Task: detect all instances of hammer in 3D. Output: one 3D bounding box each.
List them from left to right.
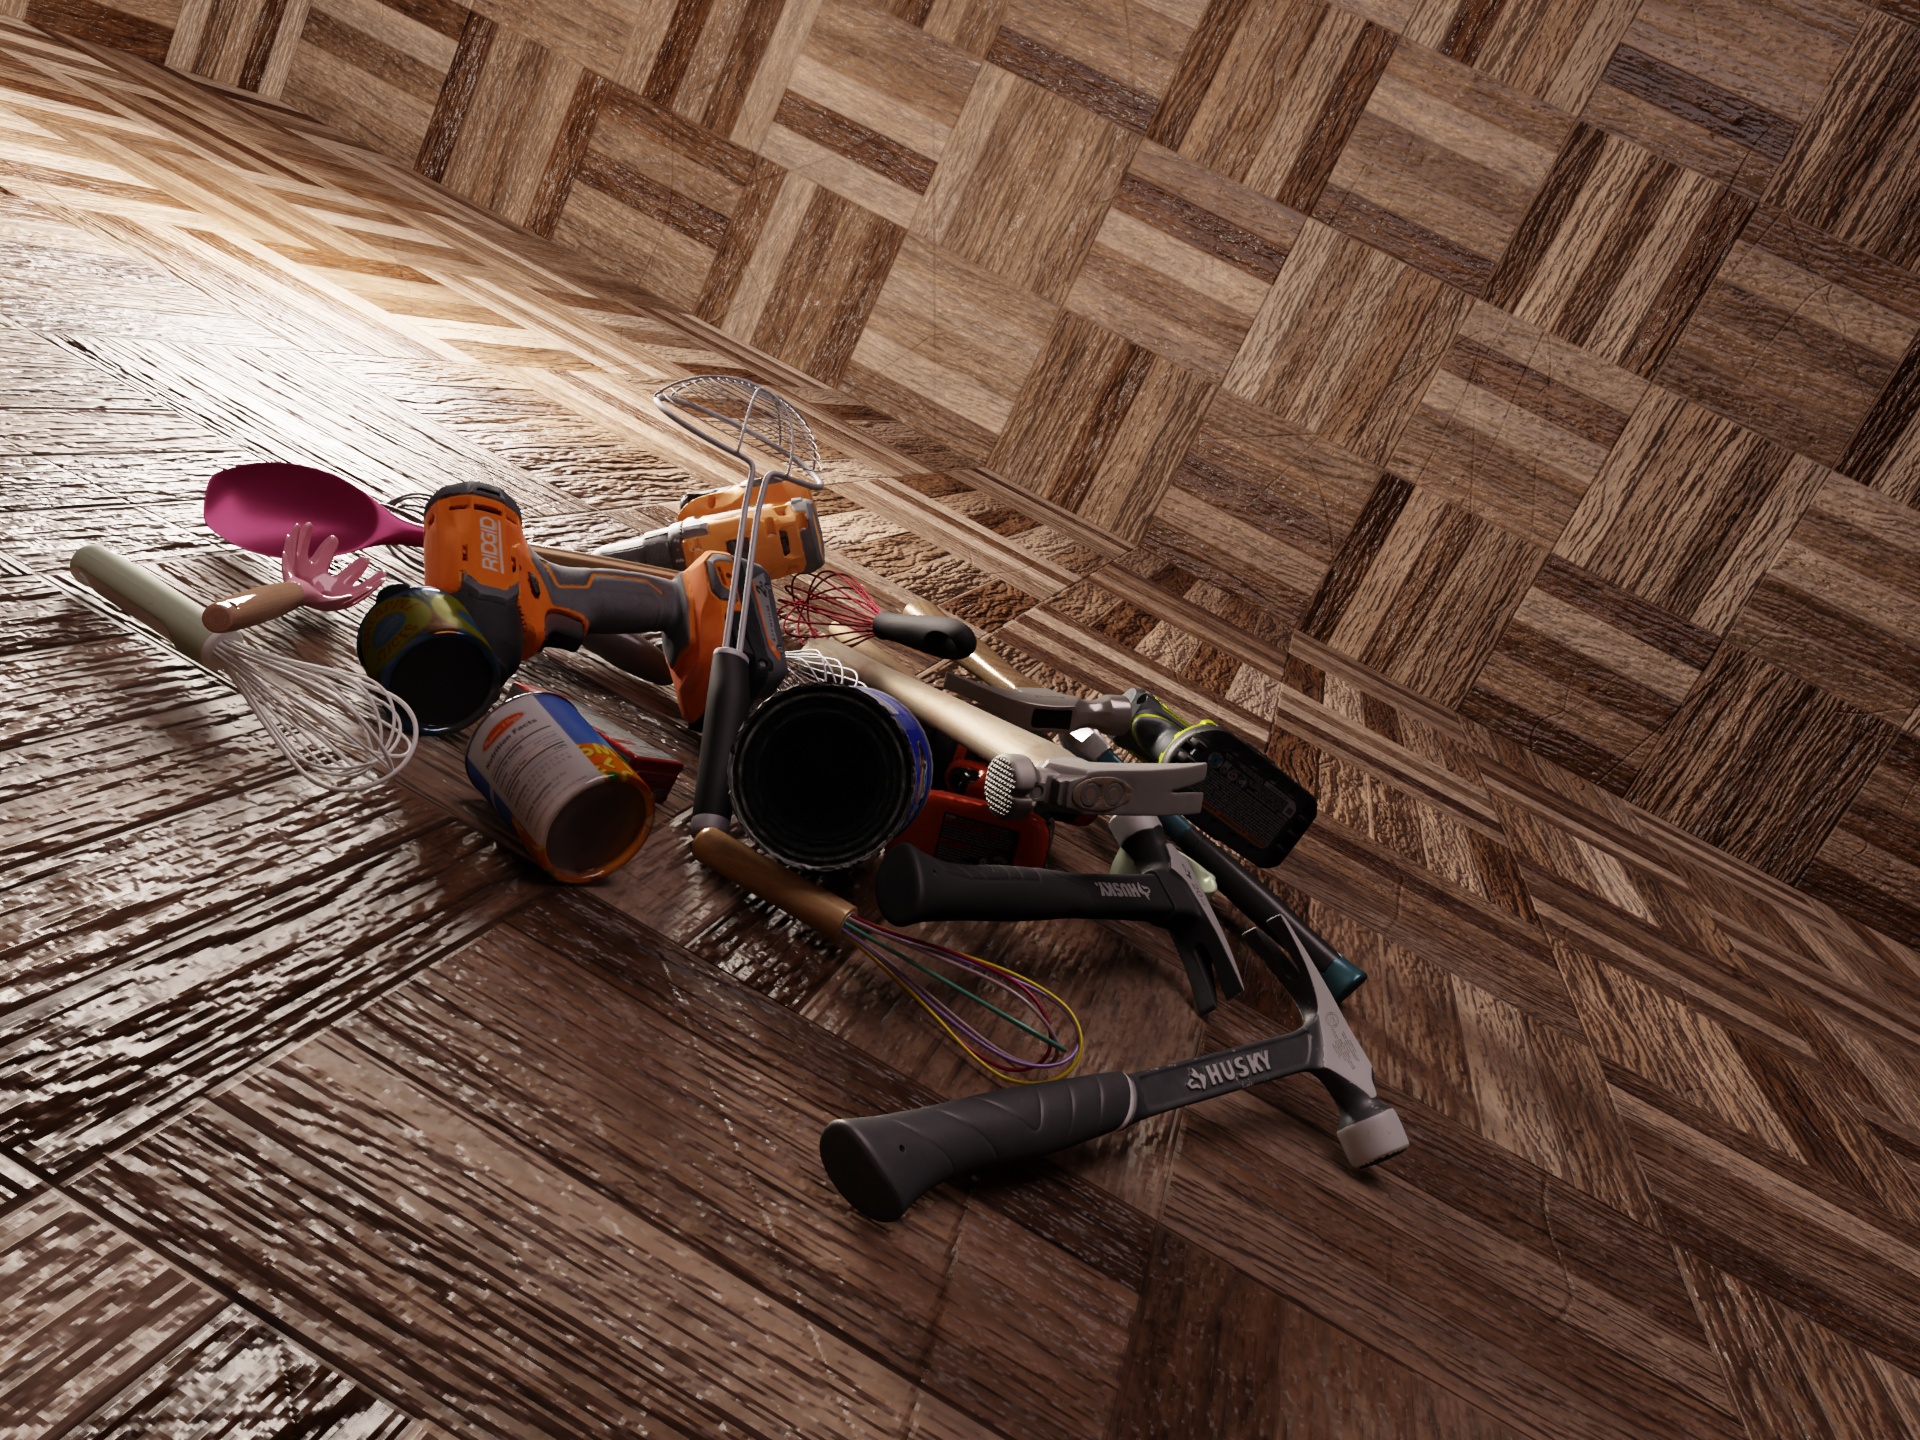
[{"bbox_3d":[-0.002,-0.004,1.100,0.146,0.038,0.411,2,13,-29],"label":"hammer"},{"bbox_3d":[0.013,-0.049,1.300,0.130,0.031,0.332,3,16,-21],"label":"hammer"},{"bbox_3d":[0.061,0.106,0.925,0.334,0.035,0.146,11,46,-56],"label":"hammer"},{"bbox_3d":[0.089,0.182,0.794,0.408,0.036,0.149,2,59,-47],"label":"hammer"},{"bbox_3d":[0.187,0.101,1.235,0.331,0.033,0.128,44,-11,35],"label":"hammer"}]

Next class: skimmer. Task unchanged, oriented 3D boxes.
[{"bbox_3d":[-0.153,-0.079,1.015,0.127,0.090,0.364,22,55,-30],"label":"skimmer"}]

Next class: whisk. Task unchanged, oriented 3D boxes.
[{"bbox_3d":[-0.370,-0.032,0.808,0.246,0.059,0.057,28,-29,21],"label":"whisk"},{"bbox_3d":[-0.302,-0.088,1.105,0.239,0.055,0.055,31,15,-4],"label":"whisk"},{"bbox_3d":[-0.135,-0.037,1.160,0.070,0.070,0.285,18,7,-28],"label":"whisk"},{"bbox_3d":[-0.071,-0.080,1.289,0.073,0.073,0.296,16,0,-33],"label":"whisk"},{"bbox_3d":[-0.045,0.122,0.845,0.245,0.047,0.051,27,3,19],"label":"whisk"}]

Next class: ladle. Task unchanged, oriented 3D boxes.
[{"bbox_3d":[-0.045,-0.019,1.322,0.078,0.062,0.320,4,18,-30],"label":"ladle"}]

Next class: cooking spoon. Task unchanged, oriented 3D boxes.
[{"bbox_3d":[-0.332,-0.118,1.066,0.318,0.017,0.069,8,66,-24],"label":"cooking spoon"}]

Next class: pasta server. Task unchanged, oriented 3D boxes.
[{"bbox_3d":[-0.358,-0.072,0.848,0.060,0.040,0.316,34,-1,-15],"label":"pasta server"}]

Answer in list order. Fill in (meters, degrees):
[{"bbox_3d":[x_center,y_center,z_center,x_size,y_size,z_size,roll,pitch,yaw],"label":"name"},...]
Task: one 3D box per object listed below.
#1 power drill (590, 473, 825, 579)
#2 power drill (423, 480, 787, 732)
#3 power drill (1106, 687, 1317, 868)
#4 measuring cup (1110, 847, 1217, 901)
[{"bbox_3d":[-0.204,-0.147,1.319,0.185,0.084,0.226,-11,13,-1],"label":"power drill"},{"bbox_3d":[-0.230,-0.058,1.022,0.226,0.084,0.164,13,43,-31],"label":"power drill"},{"bbox_3d":[0.224,0.051,1.403,0.171,0.080,0.223,36,4,-10],"label":"power drill"},{"bbox_3d":[0.131,0.101,1.202,0.083,0.038,0.168,19,15,-27],"label":"measuring cup"}]
